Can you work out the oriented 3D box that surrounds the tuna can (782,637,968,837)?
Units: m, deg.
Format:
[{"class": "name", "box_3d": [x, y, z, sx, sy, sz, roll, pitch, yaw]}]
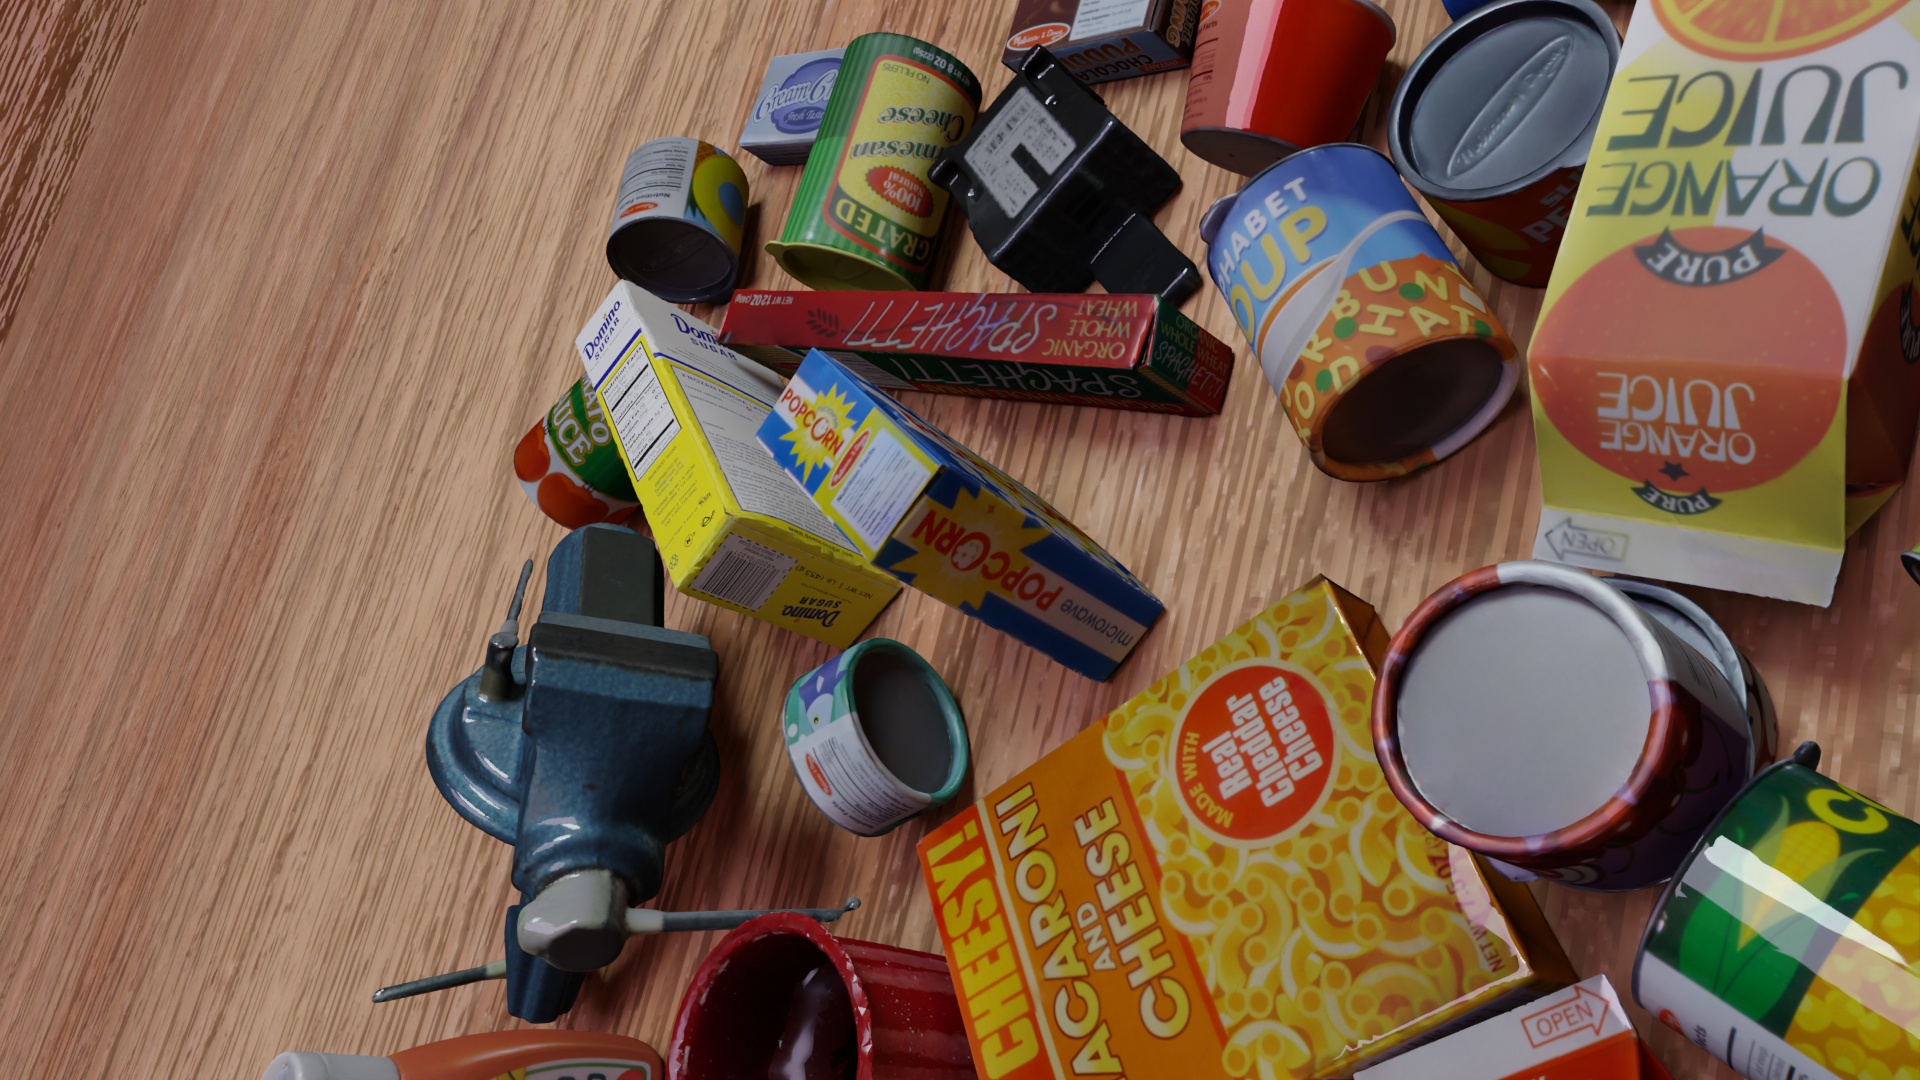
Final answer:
[{"class": "tuna can", "box_3d": [-0.029, 0.070, 0.506, 0.032, 0.071, 0.071, -31, 53, 29]}]

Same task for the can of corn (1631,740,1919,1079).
[{"class": "can of corn", "box_3d": [0.189, 0.087, 0.291, 0.058, 0.071, 0.071, 34, 96, 45]}]

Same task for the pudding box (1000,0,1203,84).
[{"class": "pudding box", "box_3d": [0.061, -0.220, 0.577, 0.083, 0.030, 0.050, 7, 78, 45]}]

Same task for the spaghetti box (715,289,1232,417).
[{"class": "spaghetti box", "box_3d": [-0.006, -0.078, 0.562, 0.250, 0.050, 0.029, 11, 81, 45]}]

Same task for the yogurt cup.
[{"class": "yogurt cup", "box_3d": [0.110, -0.157, 0.480, 0.072, 0.072, 0.054, 20, 94, 46]}]

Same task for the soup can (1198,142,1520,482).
[{"class": "soup can", "box_3d": [0.119, -0.069, 0.425, 0.071, 0.071, 0.084, -37, 50, 26]}]

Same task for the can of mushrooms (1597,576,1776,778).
[{"class": "can of mushrooms", "box_3d": [0.167, 0.047, 0.353, 0.071, 0.033, 0.071, -19, 60, 36]}]

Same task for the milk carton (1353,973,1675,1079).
[{"class": "milk carton", "box_3d": [0.143, 0.193, 0.280, 0.072, 0.073, 0.191, -35, 50, 27]}]

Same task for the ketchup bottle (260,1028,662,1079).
[{"class": "ketchup bottle", "box_3d": [-0.186, 0.217, 0.525, 0.043, 0.149, 0.065, -4, 69, 44]}]

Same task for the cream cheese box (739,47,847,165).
[{"class": "cream cheese box", "box_3d": [-0.067, -0.219, 0.701, 0.104, 0.024, 0.053, 14, 81, 46]}]

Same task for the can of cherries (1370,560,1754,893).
[{"class": "can of cherries", "box_3d": [0.135, 0.046, 0.316, 0.071, 0.058, 0.072, -19, 61, 37]}]

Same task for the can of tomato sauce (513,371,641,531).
[{"class": "can of tomato sauce", "box_3d": [-0.173, -0.052, 0.692, 0.083, 0.071, 0.071, -40, 49, 24]}]

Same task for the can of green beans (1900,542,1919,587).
[{"class": "can of green beans", "box_3d": [0.241, 0.007, 0.278, 0.057, 0.071, 0.071, -47, 46, 17]}]

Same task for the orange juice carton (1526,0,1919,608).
[{"class": "orange juice carton", "box_3d": [0.204, -0.080, 0.348, 0.072, 0.073, 0.193, 13, 82, 45]}]

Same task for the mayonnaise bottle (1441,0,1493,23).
[{"class": "mayonnaise bottle", "box_3d": [0.217, -0.197, 0.412, 0.148, 0.041, 0.065, -13, 63, 38]}]

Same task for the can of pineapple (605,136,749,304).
[{"class": "can of pineapple", "box_3d": [-0.144, -0.164, 0.718, 0.071, 0.071, 0.058, -22, 52, 36]}]

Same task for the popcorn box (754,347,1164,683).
[{"class": "popcorn box", "box_3d": [0.002, -0.006, 0.466, 0.038, 0.126, 0.085, -52, 45, 7]}]

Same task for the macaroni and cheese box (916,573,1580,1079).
[{"class": "macaroni and cheese box", "box_3d": [0.072, 0.108, 0.410, 0.166, 0.040, 0.124, -38, 50, 24]}]

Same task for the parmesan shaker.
[{"class": "parmesan shaker", "box_3d": [-0.037, -0.163, 0.613, 0.071, 0.071, 0.103, 8, 77, 45]}]

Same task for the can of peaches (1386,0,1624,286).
[{"class": "can of peaches", "box_3d": [0.170, -0.114, 0.407, 0.071, 0.058, 0.071, -19, 60, 36]}]
